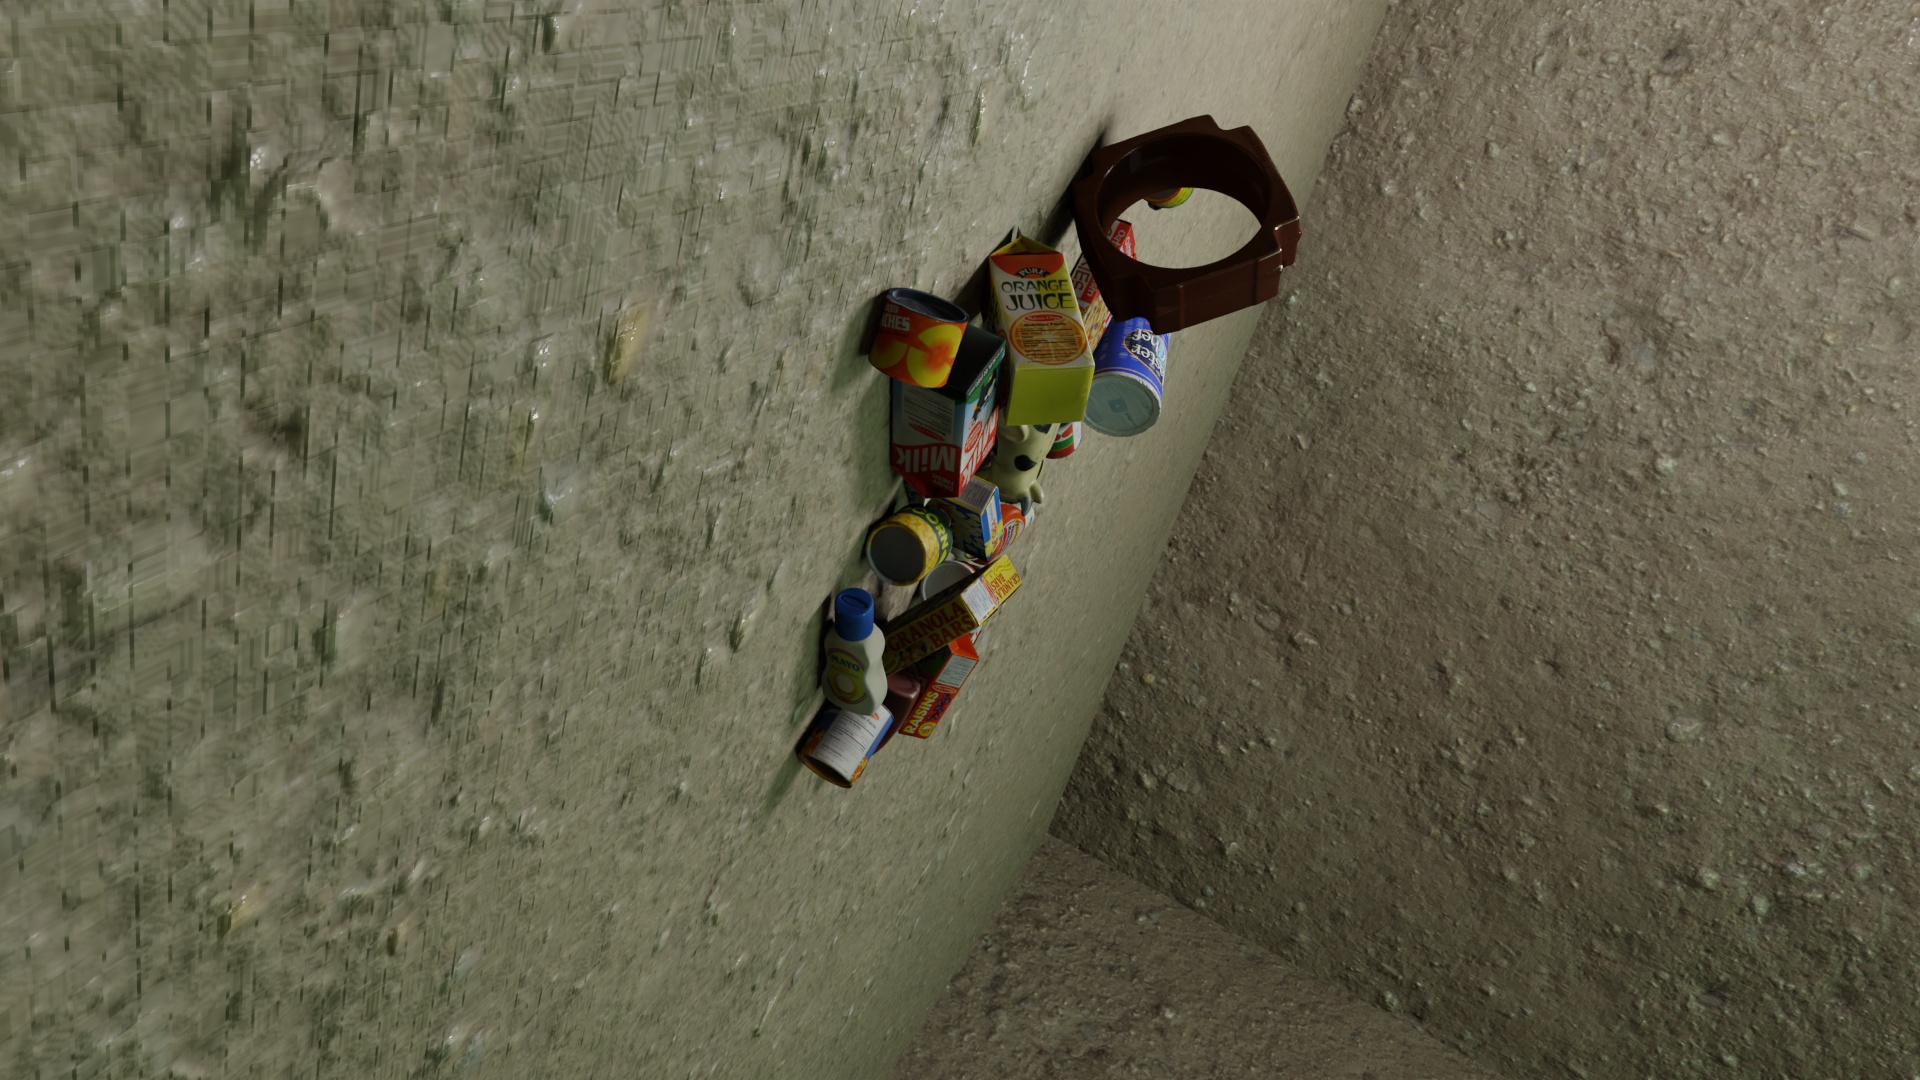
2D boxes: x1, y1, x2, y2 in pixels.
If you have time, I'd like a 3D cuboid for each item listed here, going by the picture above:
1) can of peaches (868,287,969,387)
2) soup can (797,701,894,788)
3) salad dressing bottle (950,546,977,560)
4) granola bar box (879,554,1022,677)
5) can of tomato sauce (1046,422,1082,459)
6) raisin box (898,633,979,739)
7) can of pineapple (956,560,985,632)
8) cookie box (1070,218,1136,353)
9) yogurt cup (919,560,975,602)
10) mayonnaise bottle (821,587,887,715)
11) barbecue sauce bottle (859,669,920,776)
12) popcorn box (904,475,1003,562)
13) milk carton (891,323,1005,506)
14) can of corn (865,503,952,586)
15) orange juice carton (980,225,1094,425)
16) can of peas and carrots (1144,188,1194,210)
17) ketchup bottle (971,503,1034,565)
[{"bbox_3d":[-0.035,-0.159,1.086,0.071,0.071,0.057,-36,149,-62],"label":"can of peaches"},{"bbox_3d":[-0.118,0.202,1.421,0.084,0.071,0.071,-57,165,-25],"label":"soup can"},{"bbox_3d":[0.005,-0.019,1.523,0.064,0.044,0.147,-51,164,-6],"label":"salad dressing bottle"},{"bbox_3d":[-0.028,0.084,1.411,0.165,0.039,0.125,-31,-176,29],"label":"granola bar box"},{"bbox_3d":[0.107,-0.141,1.643,0.071,0.071,0.083,-61,165,-13],"label":"can of tomato sauce"},{"bbox_3d":[-0.034,0.144,1.520,0.123,0.040,0.086,-58,-146,25],"label":"raisin box"},{"bbox_3d":[0.006,0.066,1.638,0.071,0.071,0.057,-38,152,-61],"label":"can of pineapple"},{"bbox_3d":[0.150,-0.276,1.608,0.167,0.040,0.122,-62,166,-8],"label":"cookie box"},{"bbox_3d":[-0.008,0.053,1.567,0.054,0.072,0.072,-29,143,-80],"label":"yogurt cup"},{"bbox_3d":[-0.102,0.105,1.322,0.041,0.065,0.147,-56,160,-39],"label":"mayonnaise bottle"},{"bbox_3d":[-0.098,0.198,1.501,0.147,0.065,0.044,-62,177,32],"label":"barbecue sauce bottle"},{"bbox_3d":[-0.005,-0.032,1.378,0.038,0.085,0.126,-61,166,-18],"label":"popcorn box"},{"bbox_3d":[-0.013,-0.108,1.235,0.073,0.073,0.189,-56,164,-31],"label":"milk carton"},{"bbox_3d":[-0.048,0.003,1.317,0.058,0.071,0.070,-38,151,-60],"label":"can of corn"},{"bbox_3d":[0.064,-0.198,1.262,0.071,0.073,0.193,98,-14,-50],"label":"orange juice carton"},{"bbox_3d":[0.234,-0.419,1.612,0.070,0.071,0.059,-68,165,14],"label":"can of peas and carrots"},{"bbox_3d":[0.051,-0.017,1.699,0.149,0.043,0.064,-34,147,-65],"label":"ketchup bottle"}]
